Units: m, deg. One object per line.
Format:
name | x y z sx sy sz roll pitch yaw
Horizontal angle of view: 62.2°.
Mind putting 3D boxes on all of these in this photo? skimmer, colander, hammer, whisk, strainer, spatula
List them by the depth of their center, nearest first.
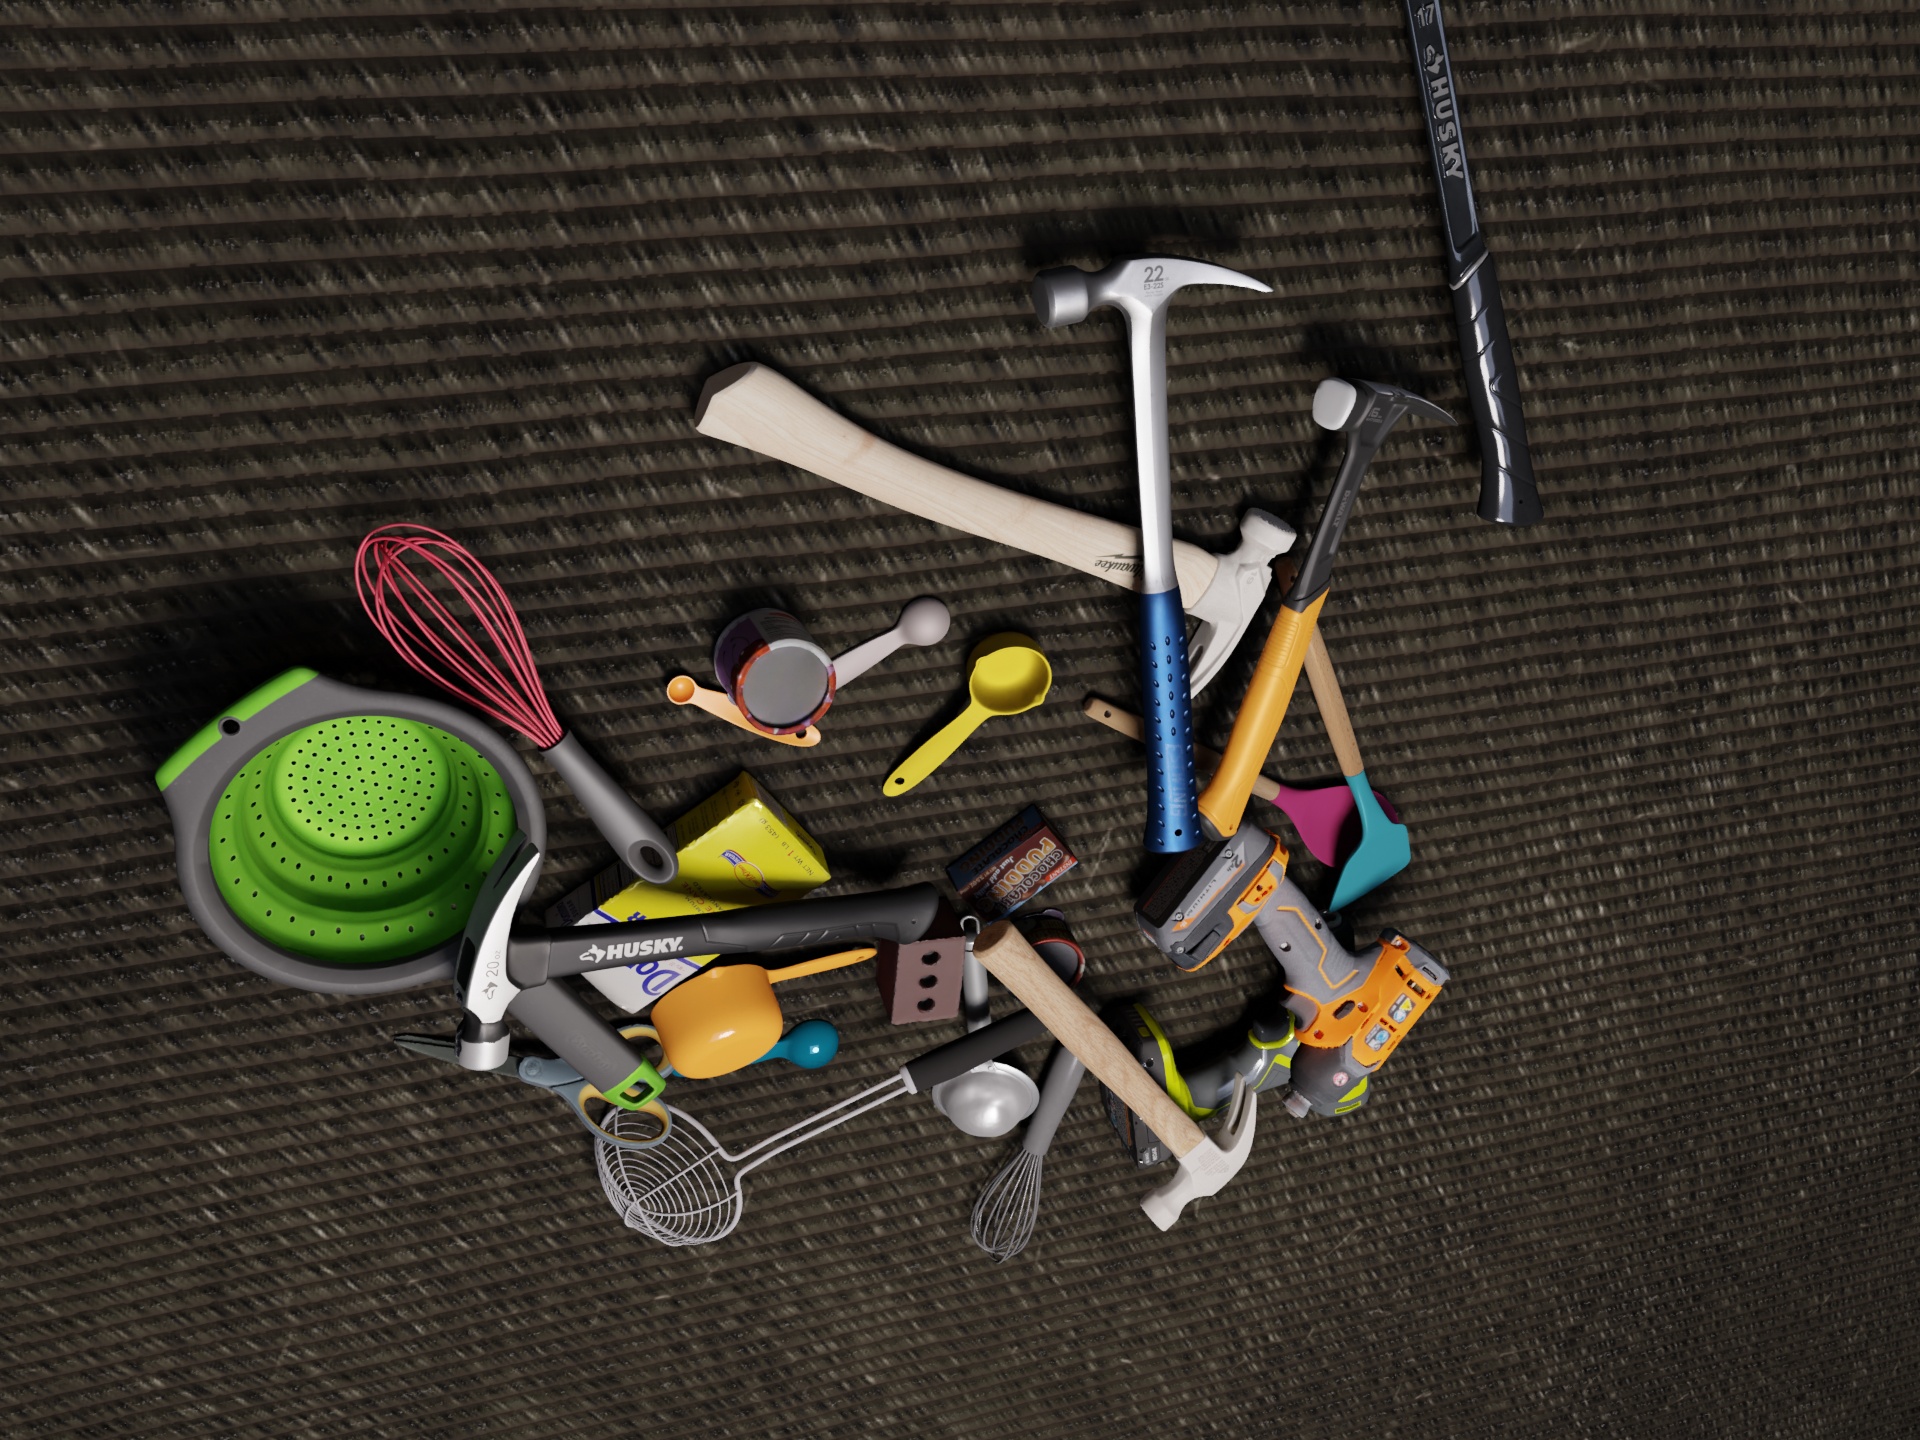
whisk | -0.262 -0.002 0.975 0.073 0.073 0.295 -32 120 2
hammer | 0.318 -0.305 0.994 0.149 0.036 0.408 -24 118 -6
colander | -0.322 0.112 1.011 0.204 0.095 0.396 -37 124 -2
hammer | 0.021 -0.125 1.026 0.410 0.038 0.146 17 114 -26
hammer | 0.134 -0.097 1.029 0.144 0.035 0.405 -13 117 -12
hammer | -0.158 0.133 1.036 0.334 0.035 0.146 -2 112 -35
hammer | 0.234 -0.068 1.094 0.127 0.034 0.336 -2 119 -42
spatula | 0.280 0.014 1.194 0.082 0.044 0.317 -30 117 -11
hammer | 0.117 0.257 1.196 0.130 0.031 0.331 -41 120 0
skimmer | -0.100 0.285 1.200 0.363 0.090 0.127 -24 103 -6
strainer | 0.014 0.252 1.237 0.087 0.050 0.258 -2 123 5
whisk | 0.062 0.351 1.321 0.055 0.055 0.239 11 111 -24

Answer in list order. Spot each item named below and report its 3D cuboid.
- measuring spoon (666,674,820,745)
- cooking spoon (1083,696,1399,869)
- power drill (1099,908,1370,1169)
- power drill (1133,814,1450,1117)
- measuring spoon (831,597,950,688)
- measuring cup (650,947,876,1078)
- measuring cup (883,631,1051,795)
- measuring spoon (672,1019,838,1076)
measuring spoon | -0.144 -0.006 1.059 0.116 0.011 0.021 21 100 -32
cooking spoon | 0.218 0.045 1.204 0.318 0.017 0.069 24 99 -29
power drill | 0.231 0.261 1.303 0.228 0.080 0.190 -16 120 -12
power drill | 0.244 0.190 1.211 0.226 0.084 0.164 39 89 -13
measuring spoon | -0.061 -0.040 1.059 0.124 0.018 0.034 -31 125 2
measuring cup | -0.133 0.209 1.149 0.173 0.052 0.095 -13 151 -22
measuring cup | -0.002 -0.004 1.103 0.062 0.029 0.156 33 117 -31
measuring spoon | -0.153 0.257 1.202 0.128 0.021 0.042 -9 122 -15
